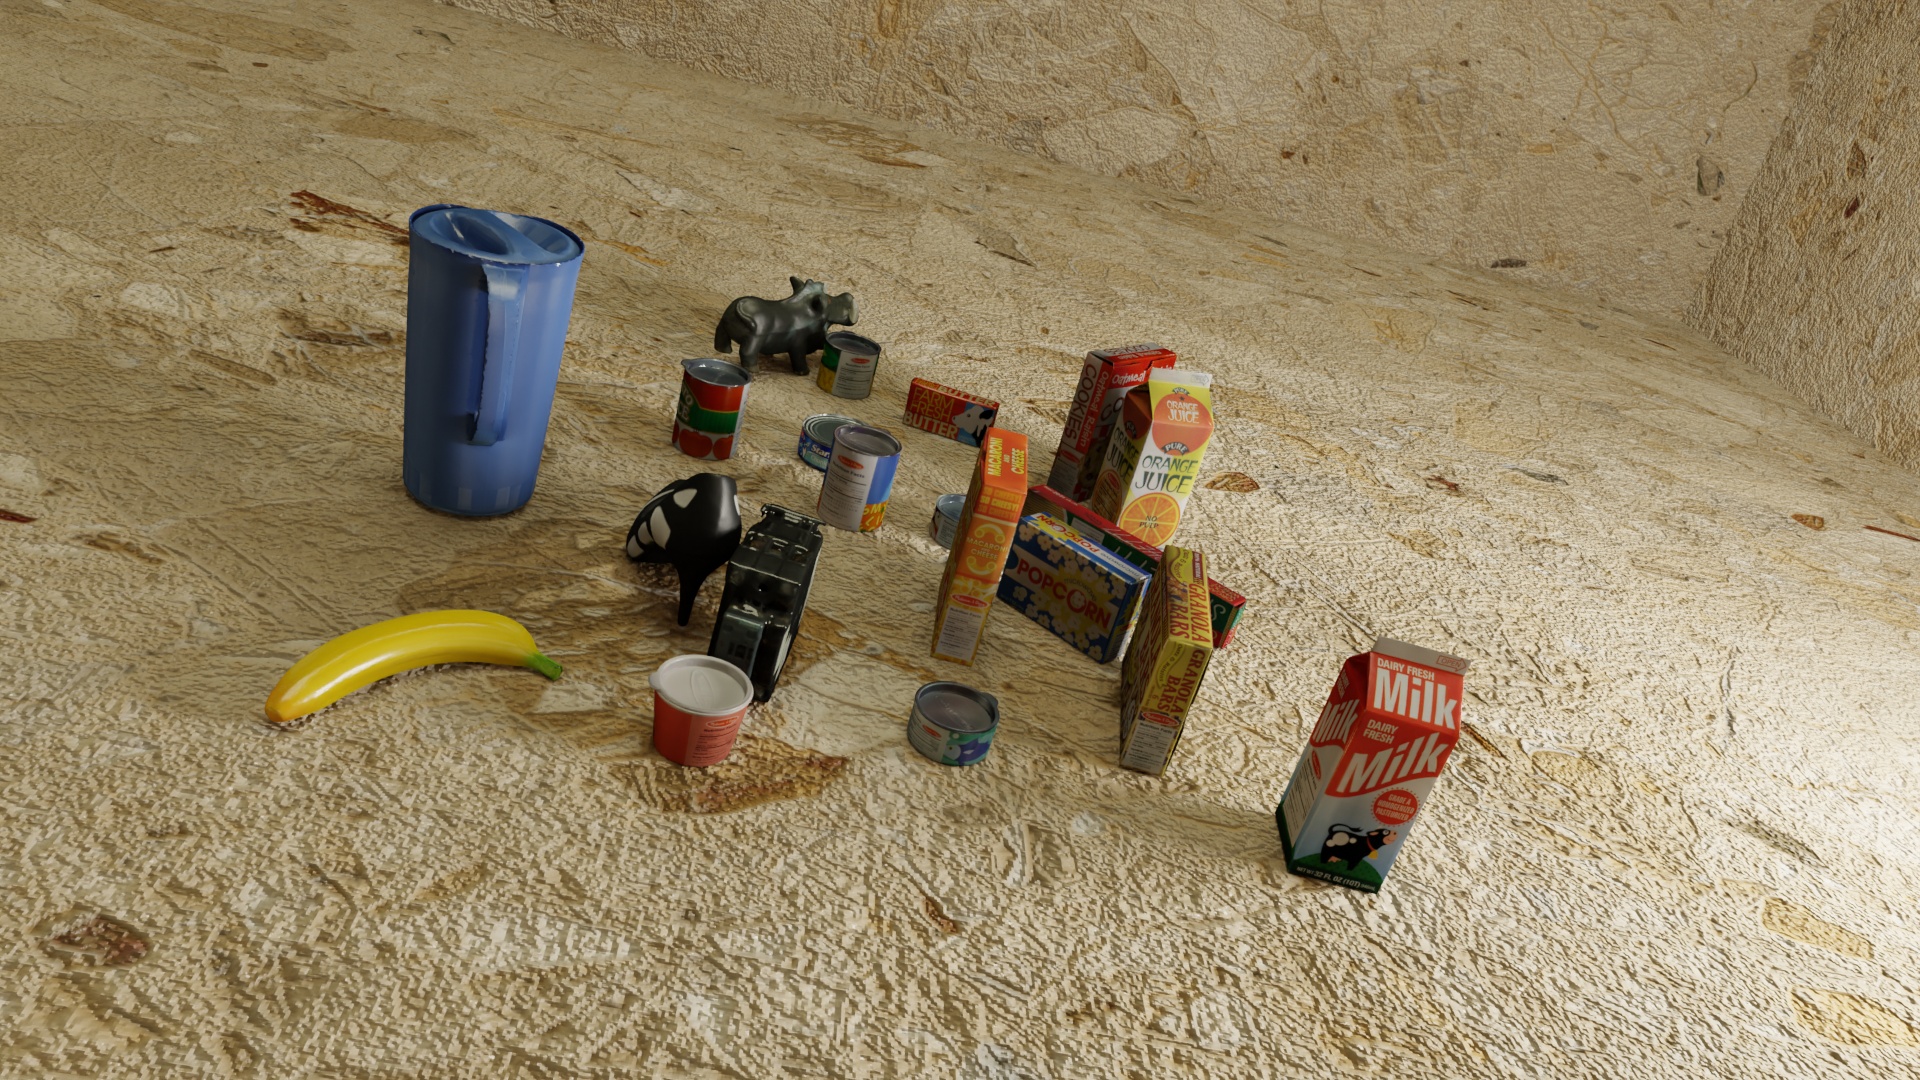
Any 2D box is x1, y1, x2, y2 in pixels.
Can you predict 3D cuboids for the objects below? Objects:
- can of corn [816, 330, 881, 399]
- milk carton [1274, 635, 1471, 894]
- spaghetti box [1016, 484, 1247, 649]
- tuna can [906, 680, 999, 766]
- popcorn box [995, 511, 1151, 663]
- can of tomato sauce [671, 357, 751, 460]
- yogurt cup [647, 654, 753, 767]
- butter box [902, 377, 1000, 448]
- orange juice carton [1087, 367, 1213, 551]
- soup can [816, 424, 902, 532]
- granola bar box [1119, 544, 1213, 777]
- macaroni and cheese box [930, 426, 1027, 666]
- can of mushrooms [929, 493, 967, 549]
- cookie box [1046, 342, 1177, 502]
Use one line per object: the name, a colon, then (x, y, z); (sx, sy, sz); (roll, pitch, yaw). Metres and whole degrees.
can of corn: (-0.131, -0.205, 1.620); (0.071, 0.058, 0.071); (13, 26, -6)
milk carton: (0.300, 0.156, 1.010); (0.072, 0.189, 0.074); (15, 26, -3)
spaghetti box: (0.163, 0.023, 1.351); (0.250, 0.050, 0.029); (31, 30, 28)
tuna can: (-0.004, 0.138, 1.051); (0.071, 0.032, 0.071); (13, 26, -6)
popcorn box: (0.100, 0.041, 1.241); (0.127, 0.084, 0.038); (32, 30, 29)
can of tomato sauce: (-0.250, -0.131, 1.380); (0.071, 0.082, 0.071); (13, 26, -6)
yogurt cup: (-0.182, 0.120, 0.963); (0.072, 0.053, 0.073); (13, 26, -6)
butter box: (-0.012, -0.145, 1.575); (0.103, 0.053, 0.024); (18, 26, 4)
orange juice carton: (0.197, -0.086, 1.423); (0.072, 0.191, 0.073); (5, 28, -21)
soup can: (-0.096, -0.060, 1.328); (0.071, 0.083, 0.071); (13, 26, -6)
granola bar box: (0.166, 0.094, 1.130); (0.039, 0.123, 0.166); (16, 26, 0)
macaroni and cheese box: (0.016, 0.003, 1.175); (0.040, 0.165, 0.124); (14, 26, -4)
can of mushrooms: (0.005, -0.017, 1.358); (0.071, 0.033, 0.071); (13, 26, -6)
cookie box: (0.166, -0.129, 1.517); (0.040, 0.166, 0.123); (33, 31, 31)
